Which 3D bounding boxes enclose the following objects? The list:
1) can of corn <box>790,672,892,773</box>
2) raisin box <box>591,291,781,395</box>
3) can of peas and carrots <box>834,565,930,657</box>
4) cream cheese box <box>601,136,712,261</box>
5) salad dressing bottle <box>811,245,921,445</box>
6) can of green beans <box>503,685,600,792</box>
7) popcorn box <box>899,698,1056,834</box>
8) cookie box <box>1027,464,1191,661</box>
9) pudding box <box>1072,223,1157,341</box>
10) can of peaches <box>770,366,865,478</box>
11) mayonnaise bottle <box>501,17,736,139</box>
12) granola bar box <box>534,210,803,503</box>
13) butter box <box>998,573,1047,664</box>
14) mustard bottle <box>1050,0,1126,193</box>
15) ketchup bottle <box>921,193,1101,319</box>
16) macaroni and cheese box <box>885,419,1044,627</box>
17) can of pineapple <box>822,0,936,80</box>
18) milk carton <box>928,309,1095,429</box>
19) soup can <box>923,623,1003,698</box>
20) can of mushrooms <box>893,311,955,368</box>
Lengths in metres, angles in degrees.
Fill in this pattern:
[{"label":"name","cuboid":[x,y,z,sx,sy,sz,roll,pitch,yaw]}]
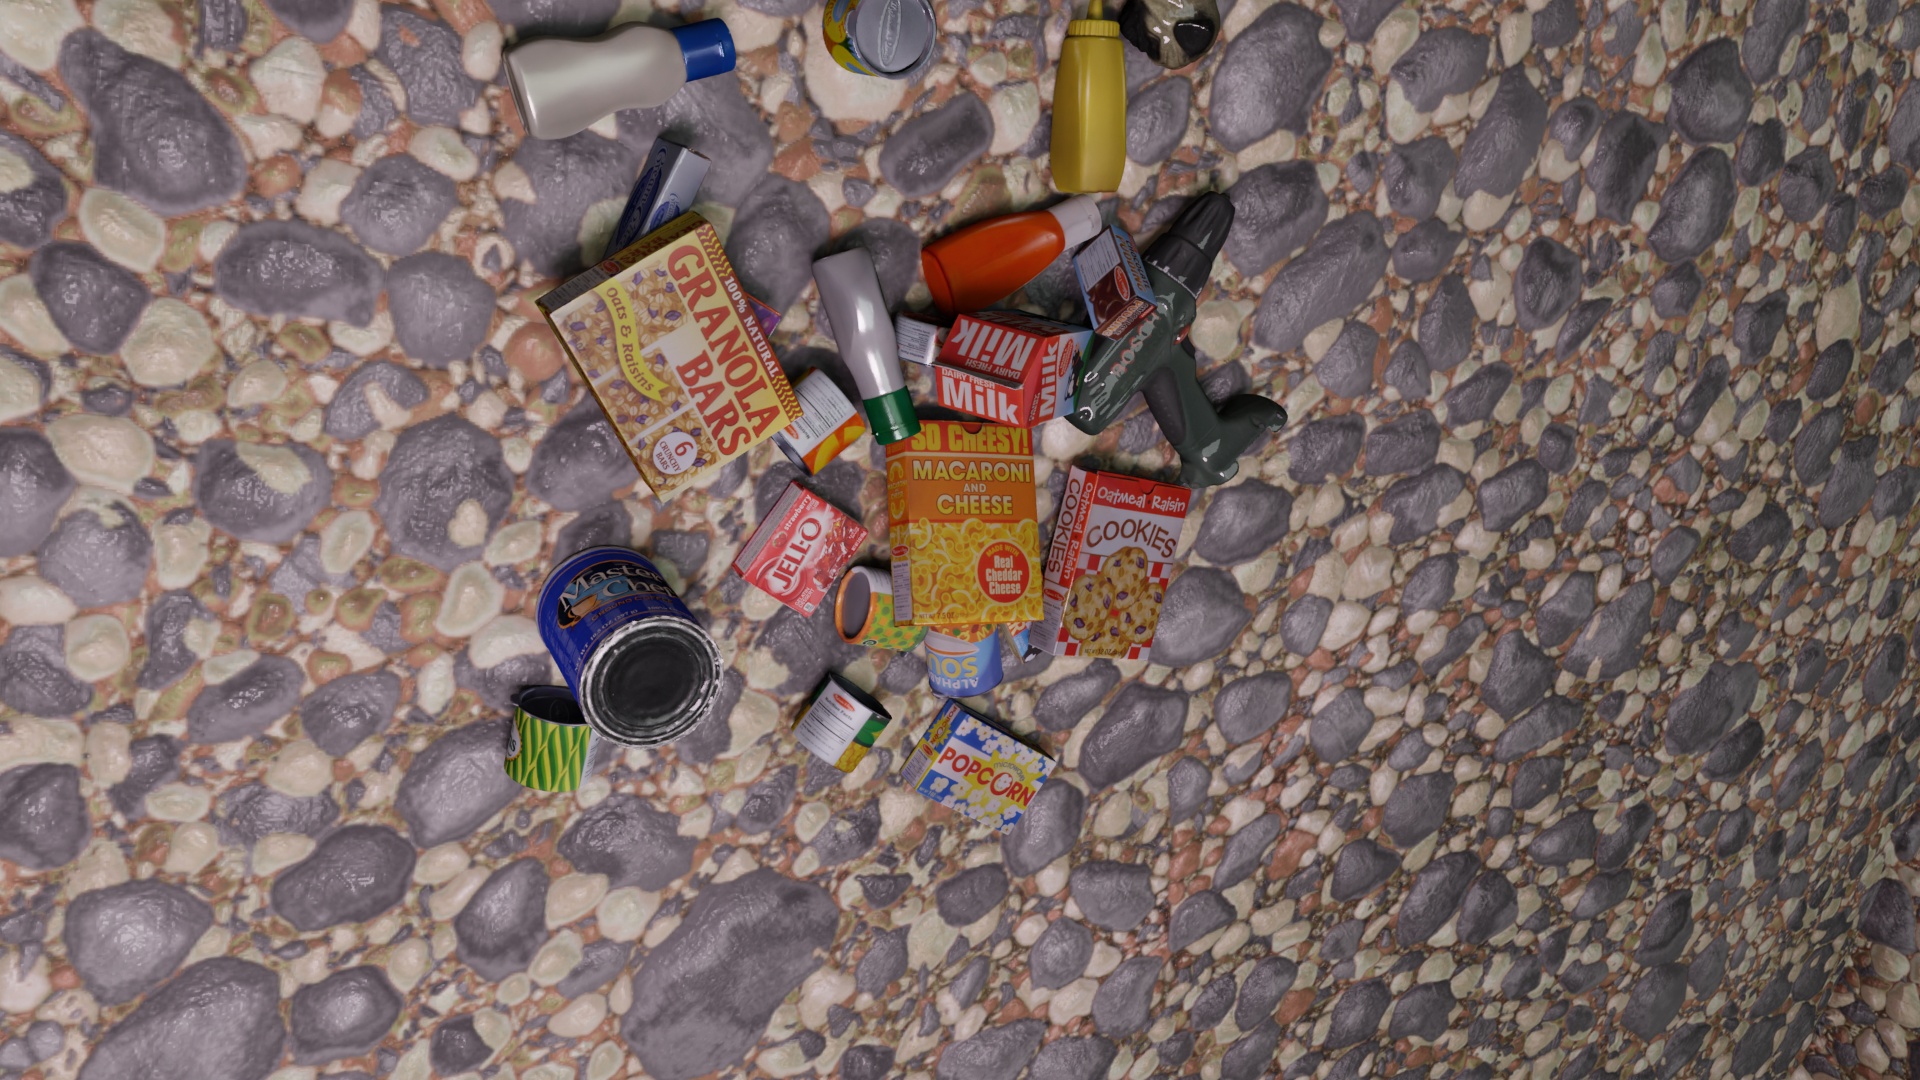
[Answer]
[{"label":"can of corn","cuboid":[-0.100,0.155,1.177,0.071,0.071,0.058,36,91,-35]},{"label":"raisin box","cuboid":[-0.200,-0.136,1.016,0.086,0.040,0.123,29,93,-34]},{"label":"can of peas and carrots","cuboid":[-0.065,0.059,1.156,0.059,0.071,0.070,11,104,-32]},{"label":"cream cheese box","cuboid":[-0.213,-0.226,0.964,0.024,0.053,0.103,22,98,-39]},{"label":"salad dressing bottle","cuboid":[-0.069,-0.147,1.057,0.044,0.064,0.147,-22,102,-20]},{"label":"can of green beans","cuboid":[-0.308,0.150,1.055,0.071,0.071,0.057,7,107,-32]},{"label":"popcorn box","cuboid":[0.017,0.209,1.281,0.126,0.038,0.085,33,91,-35]},{"label":"cookie box","cuboid":[0.137,0.022,1.254,0.123,0.040,0.167,8,99,-39]},{"label":"pudding box","cuboid":[0.125,-0.211,1.137,0.030,0.084,0.049,17,137,-39]},{"label":"can of peaches","cuboid":[-0.115,-0.091,1.069,0.058,0.071,0.071,-42,124,-9]},{"label":"mayonnaise bottle","cuboid":[-0.225,-0.315,0.929,0.148,0.041,0.064,-22,121,-22]},{"label":"granola bar box","cuboid":[-0.197,-0.126,0.964,0.124,0.039,0.164,-34,130,-14]},{"label":"butter box","cuboid":[0.056,0.057,1.249,0.053,0.024,0.103,-35,123,-14]},{"label":"mustard bottle","cuboid":[0.103,-0.354,1.087,0.049,0.065,0.159,-5,108,-23]},{"label":"ketchup bottle","cuboid":[0.044,-0.233,1.113,0.149,0.043,0.064,-28,121,-17]},{"label":"macaroni and cheese box","cuboid":[0.004,-0.014,1.141,0.124,0.040,0.166,0,84,-30]},{"label":"can of pineapple","cuboid":[-0.060,-0.366,0.991,0.071,0.058,0.070,-11,114,-26]},{"label":"milk carton","cuboid":[0.041,-0.133,1.070,0.191,0.072,0.073,-26,131,-67]},{"label":"soup can","cuboid":[-0.001,0.085,1.202,0.071,0.071,0.083,-18,117,-22]},{"label":"can of mushrooms","cuboid":[-0.020,-0.157,1.095,0.071,0.071,0.033,4,107,-31]}]
